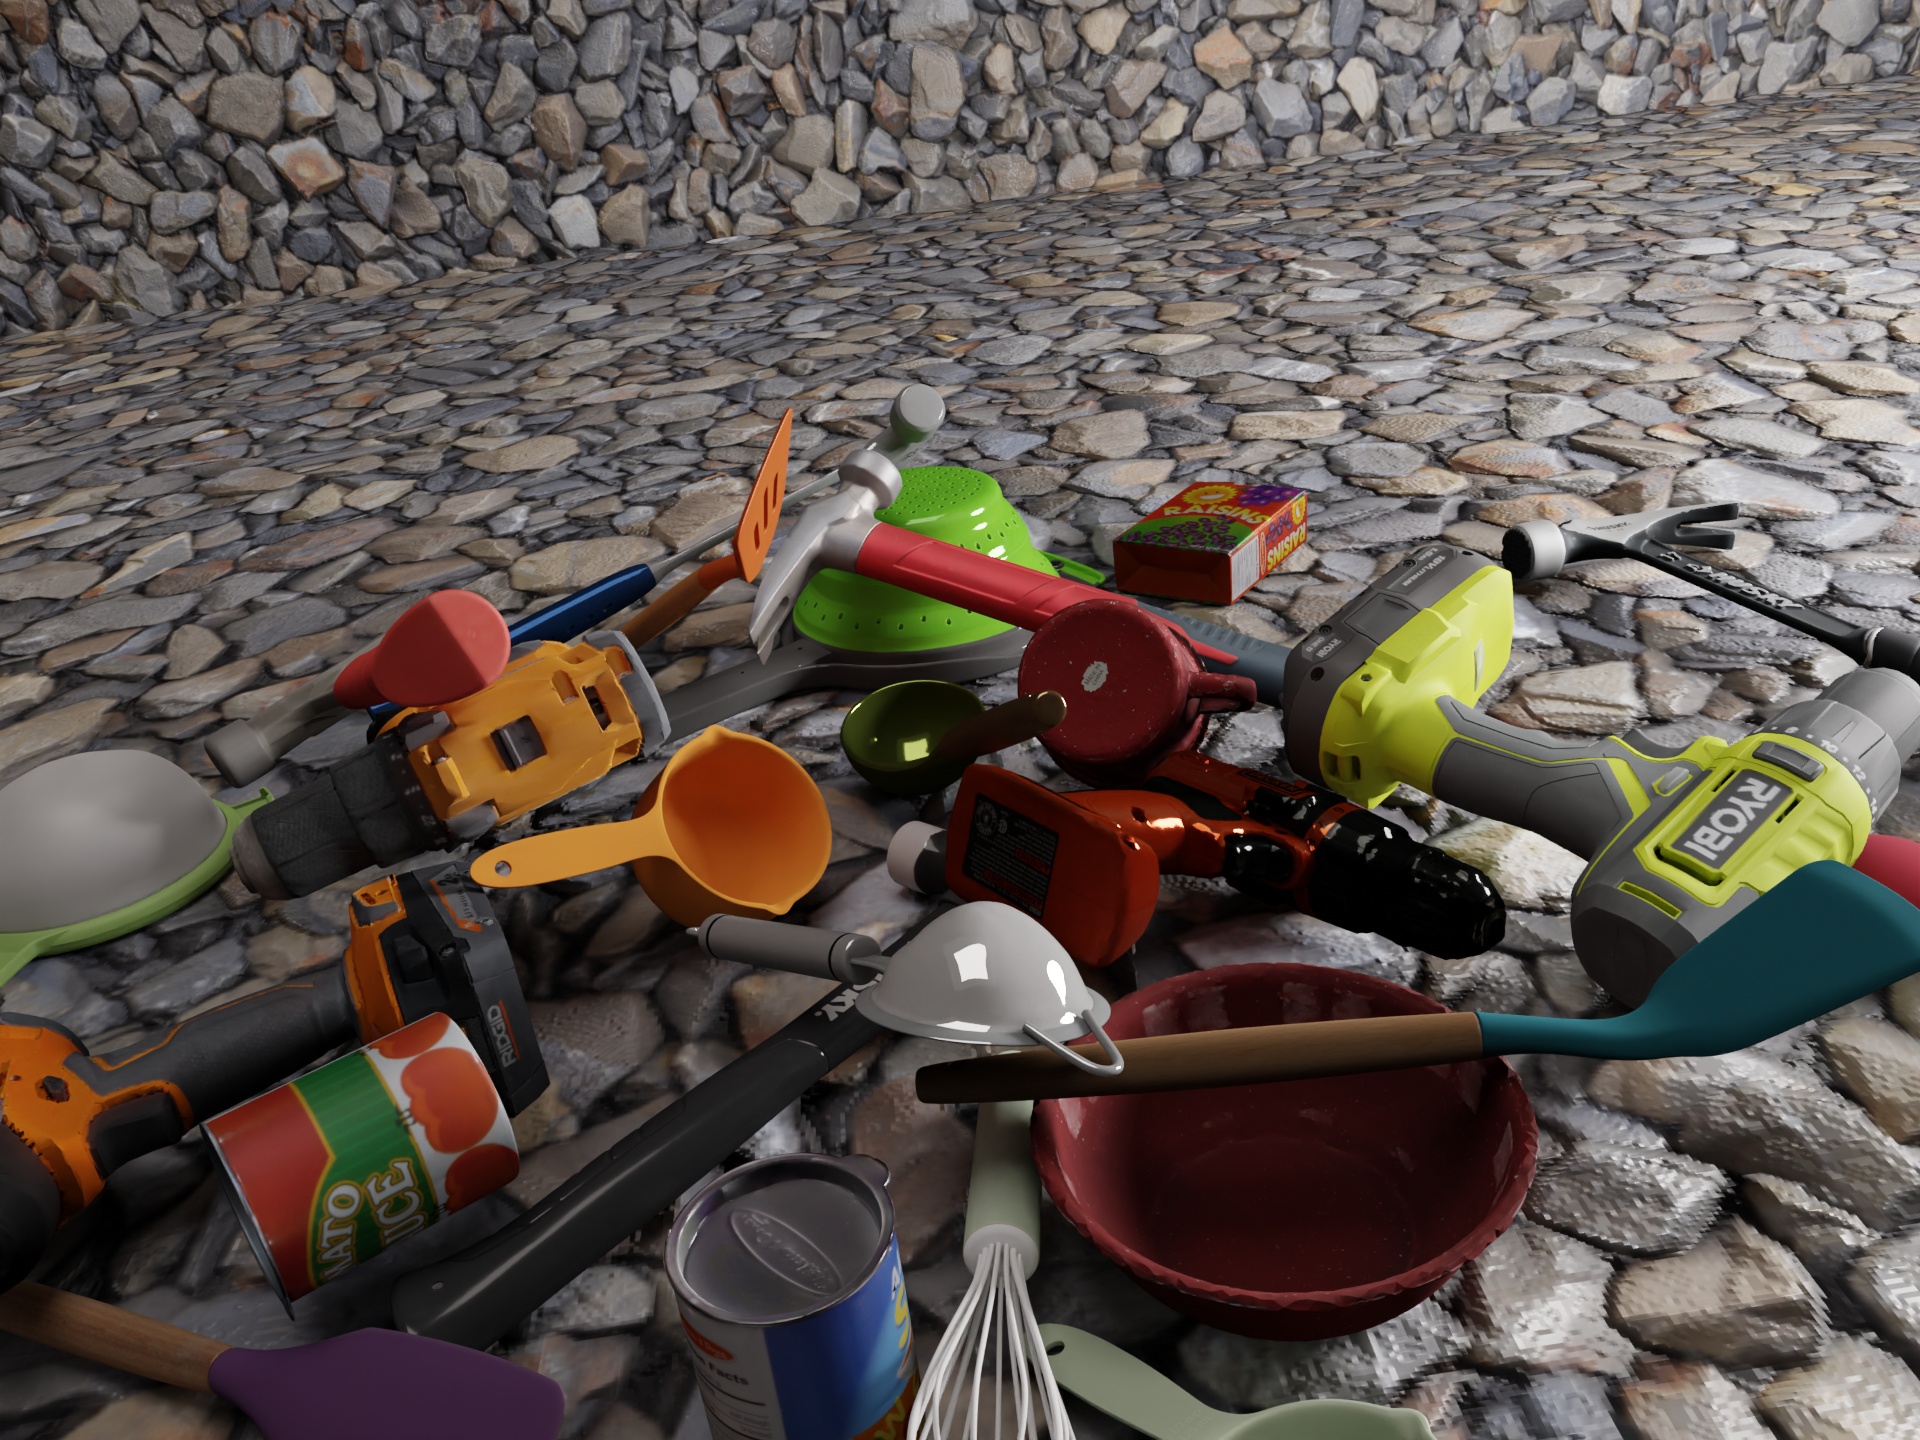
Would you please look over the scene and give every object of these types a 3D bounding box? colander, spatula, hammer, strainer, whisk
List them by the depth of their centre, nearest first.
[{"bbox_3d":[0.012,0.175,0.503,0.059,0.057,0.246,-46,10,17],"label":"whisk"},{"bbox_3d":[0.141,0.094,0.518,0.317,0.044,0.082,-7,14,5],"label":"spatula"},{"bbox_3d":[-0.264,0.214,0.531,0.316,0.018,0.060,3,64,26],"label":"spatula"},{"bbox_3d":[-0.035,0.087,0.589,0.086,0.050,0.258,-3,1,-39],"label":"strainer"},{"bbox_3d":[-0.069,0.140,0.619,0.146,0.035,0.335,16,35,39],"label":"hammer"},{"bbox_3d":[-0.249,-0.025,0.704,0.149,0.036,0.359,-38,15,-25],"label":"hammer"},{"bbox_3d":[-0.472,0.080,0.801,0.151,0.069,0.256,-4,25,6],"label":"strainer"},{"bbox_3d":[0.462,-0.043,0.823,0.149,0.036,0.409,-11,25,-14],"label":"hammer"},{"bbox_3d":[0.074,-0.040,0.859,0.386,0.038,0.143,19,63,20],"label":"hammer"},{"bbox_3d":[-0.159,-0.080,0.905,0.322,0.041,0.081,-23,44,57],"label":"spatula"},{"bbox_3d":[-0.089,-0.074,0.977,0.397,0.094,0.205,-25,31,-31],"label":"colander"},{"bbox_3d":[-0.193,-0.097,1.034,0.405,0.035,0.144,-32,-2,-20],"label":"hammer"}]

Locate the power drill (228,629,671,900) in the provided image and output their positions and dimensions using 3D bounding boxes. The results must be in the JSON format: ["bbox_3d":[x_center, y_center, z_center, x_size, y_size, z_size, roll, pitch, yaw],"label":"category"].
[{"bbox_3d":[-0.241,0.023,0.756,0.185,0.084,0.226,-27,8,-16],"label":"power drill"}]

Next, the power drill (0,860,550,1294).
[{"bbox_3d":[-0.280,0.139,0.603,0.226,0.084,0.164,-18,20,-20],"label":"power drill"}]

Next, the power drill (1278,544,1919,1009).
[{"bbox_3d":[0.274,0.008,0.691,0.190,0.080,0.229,-37,45,-22],"label":"power drill"}]

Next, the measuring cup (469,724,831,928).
[{"bbox_3d":[-0.142,0.061,0.713,0.173,0.095,0.052,-10,-21,-38],"label":"measuring cup"}]

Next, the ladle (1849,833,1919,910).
[{"bbox_3d":[0.440,0.108,0.560,0.069,0.031,0.316,-24,33,-24],"label":"ladle"}]

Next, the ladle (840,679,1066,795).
[{"bbox_3d":[-0.001,-0.002,0.713,0.078,0.062,0.320,-17,-2,-11],"label":"ladle"}]

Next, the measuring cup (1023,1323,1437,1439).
[{"bbox_3d":[0.071,0.215,0.447,0.083,0.038,0.168,-26,15,-28],"label":"measuring cup"}]
